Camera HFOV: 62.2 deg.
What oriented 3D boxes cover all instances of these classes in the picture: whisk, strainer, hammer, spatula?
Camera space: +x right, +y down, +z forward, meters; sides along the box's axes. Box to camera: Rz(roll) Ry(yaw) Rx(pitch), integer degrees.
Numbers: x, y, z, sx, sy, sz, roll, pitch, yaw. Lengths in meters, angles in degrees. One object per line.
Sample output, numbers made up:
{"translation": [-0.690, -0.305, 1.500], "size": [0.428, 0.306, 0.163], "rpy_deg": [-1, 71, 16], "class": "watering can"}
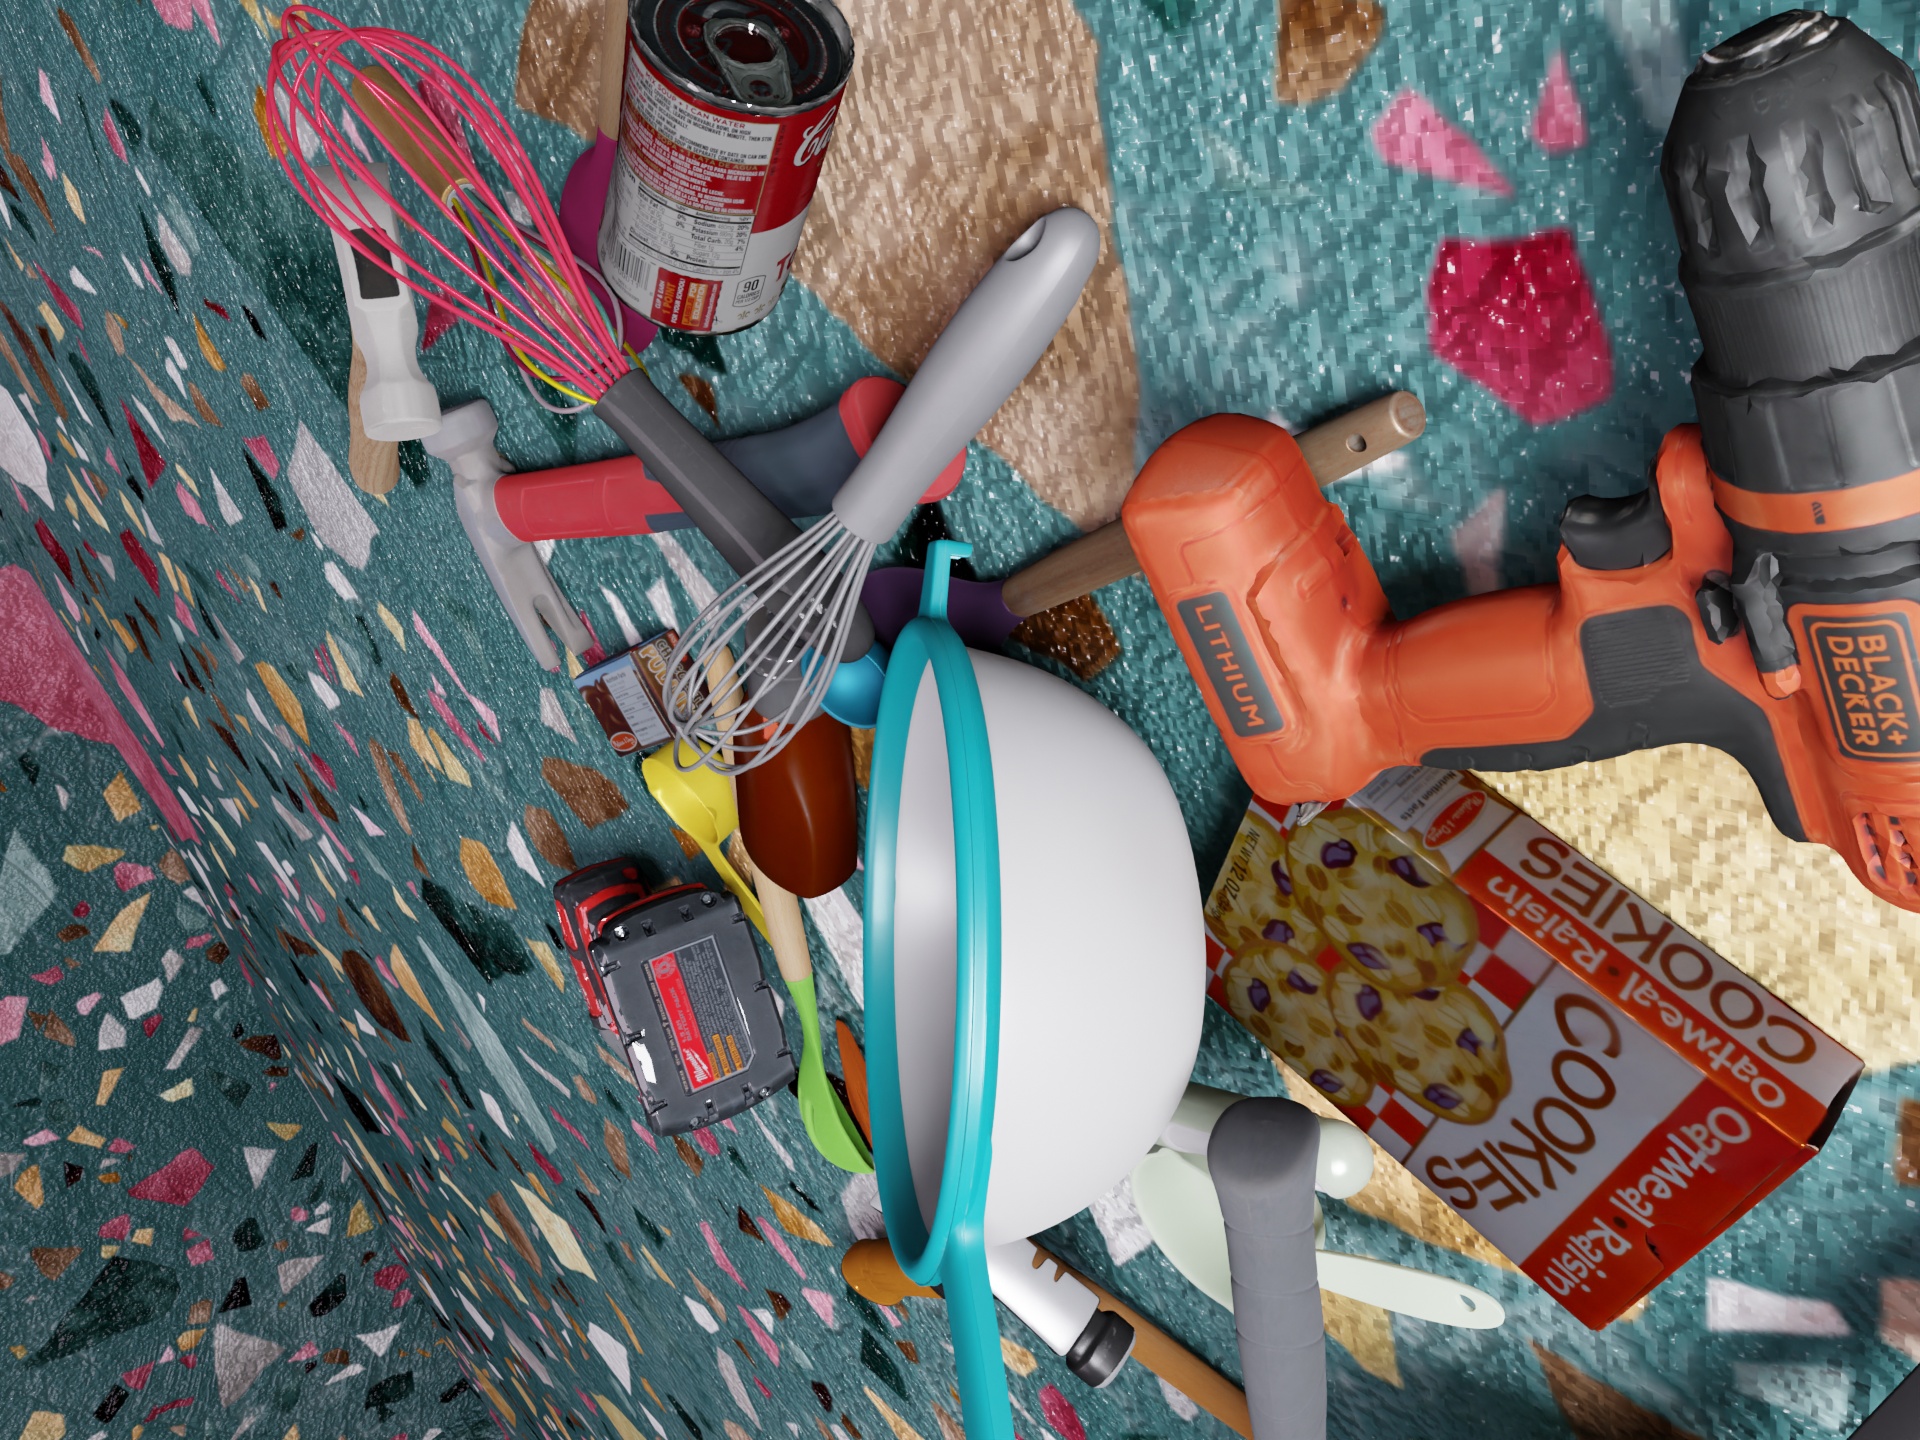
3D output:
{"translation": [0.066, 0.144, 0.596], "size": [0.057, 0.059, 0.246], "rpy_deg": [47, 158, -17], "class": "whisk"}
{"translation": [-0.197, -0.203, 0.654], "size": [0.245, 0.047, 0.051], "rpy_deg": [50, 157, 27], "class": "whisk"}
{"translation": [-0.031, -0.064, 0.507], "size": [0.055, 0.055, 0.239], "rpy_deg": [49, 122, 12], "class": "whisk"}
{"translation": [0.033, 0.119, 0.480], "size": [0.210, 0.095, 0.341], "rpy_deg": [103, 163, -47], "class": "strainer"}
{"translation": [-0.124, -0.085, 0.687], "size": [0.386, 0.038, 0.143], "rpy_deg": [5, 123, 51], "class": "hammer"}
{"translation": [-0.288, -0.167, 0.780], "size": [0.331, 0.031, 0.130], "rpy_deg": [166, 93, -69], "class": "hammer"}
{"translation": [-0.135, -0.131, 0.561], "size": [0.296, 0.073, 0.073], "rpy_deg": [47, 149, -6], "class": "whisk"}
{"translation": [0.042, 0.260, 0.788], "size": [0.323, 0.041, 0.081], "rpy_deg": [28, 140, 31], "class": "spatula"}
{"translation": [0.114, 0.272, 0.552], "size": [0.036, 0.149, 0.408], "rpy_deg": [6, 131, 22], "class": "hammer"}
{"translation": [-0.020, 0.281, 0.823], "size": [0.127, 0.034, 0.336], "rpy_deg": [41, 157, 0], "class": "hammer"}
{"translation": [0.032, -0.050, 0.528], "size": [0.059, 0.018, 0.316], "rpy_deg": [57, 149, -8], "class": "spatula"}

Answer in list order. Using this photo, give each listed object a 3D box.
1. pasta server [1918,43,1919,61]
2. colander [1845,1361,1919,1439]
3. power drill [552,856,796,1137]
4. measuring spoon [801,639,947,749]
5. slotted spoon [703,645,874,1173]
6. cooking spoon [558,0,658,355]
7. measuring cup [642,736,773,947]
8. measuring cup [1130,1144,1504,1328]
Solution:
{"translation": [0.234, -0.009, 0.275], "size": [0.060, 0.040, 0.316], "rpy_deg": [11, 129, 64], "class": "pasta server"}
{"translation": [0.209, 0.242, 0.477], "size": [0.095, 0.204, 0.396], "rpy_deg": [-109, 29, -52], "class": "colander"}
{"translation": [-0.169, 0.154, 0.890], "size": [0.220, 0.078, 0.143], "rpy_deg": [-4, 105, 67], "class": "power drill"}
{"translation": [-0.001, -0.002, 0.604], "size": [0.129, 0.021, 0.042], "rpy_deg": [24, 136, 14], "class": "measuring spoon"}
{"translation": [-0.089, 0.106, 0.807], "size": [0.070, 0.031, 0.313], "rpy_deg": [-131, 27, -62], "class": "slotted spoon"}
{"translation": [-0.116, -0.221, 0.545], "size": [0.069, 0.017, 0.318], "rpy_deg": [53, 155, 6], "class": "cooking spoon"}
{"translation": [-0.113, 0.071, 0.832], "size": [0.062, 0.029, 0.156], "rpy_deg": [14, 141, 49], "class": "measuring cup"}
{"translation": [0.134, 0.188, 0.586], "size": [0.168, 0.038, 0.083], "rpy_deg": [-5, 114, 52], "class": "measuring cup"}
